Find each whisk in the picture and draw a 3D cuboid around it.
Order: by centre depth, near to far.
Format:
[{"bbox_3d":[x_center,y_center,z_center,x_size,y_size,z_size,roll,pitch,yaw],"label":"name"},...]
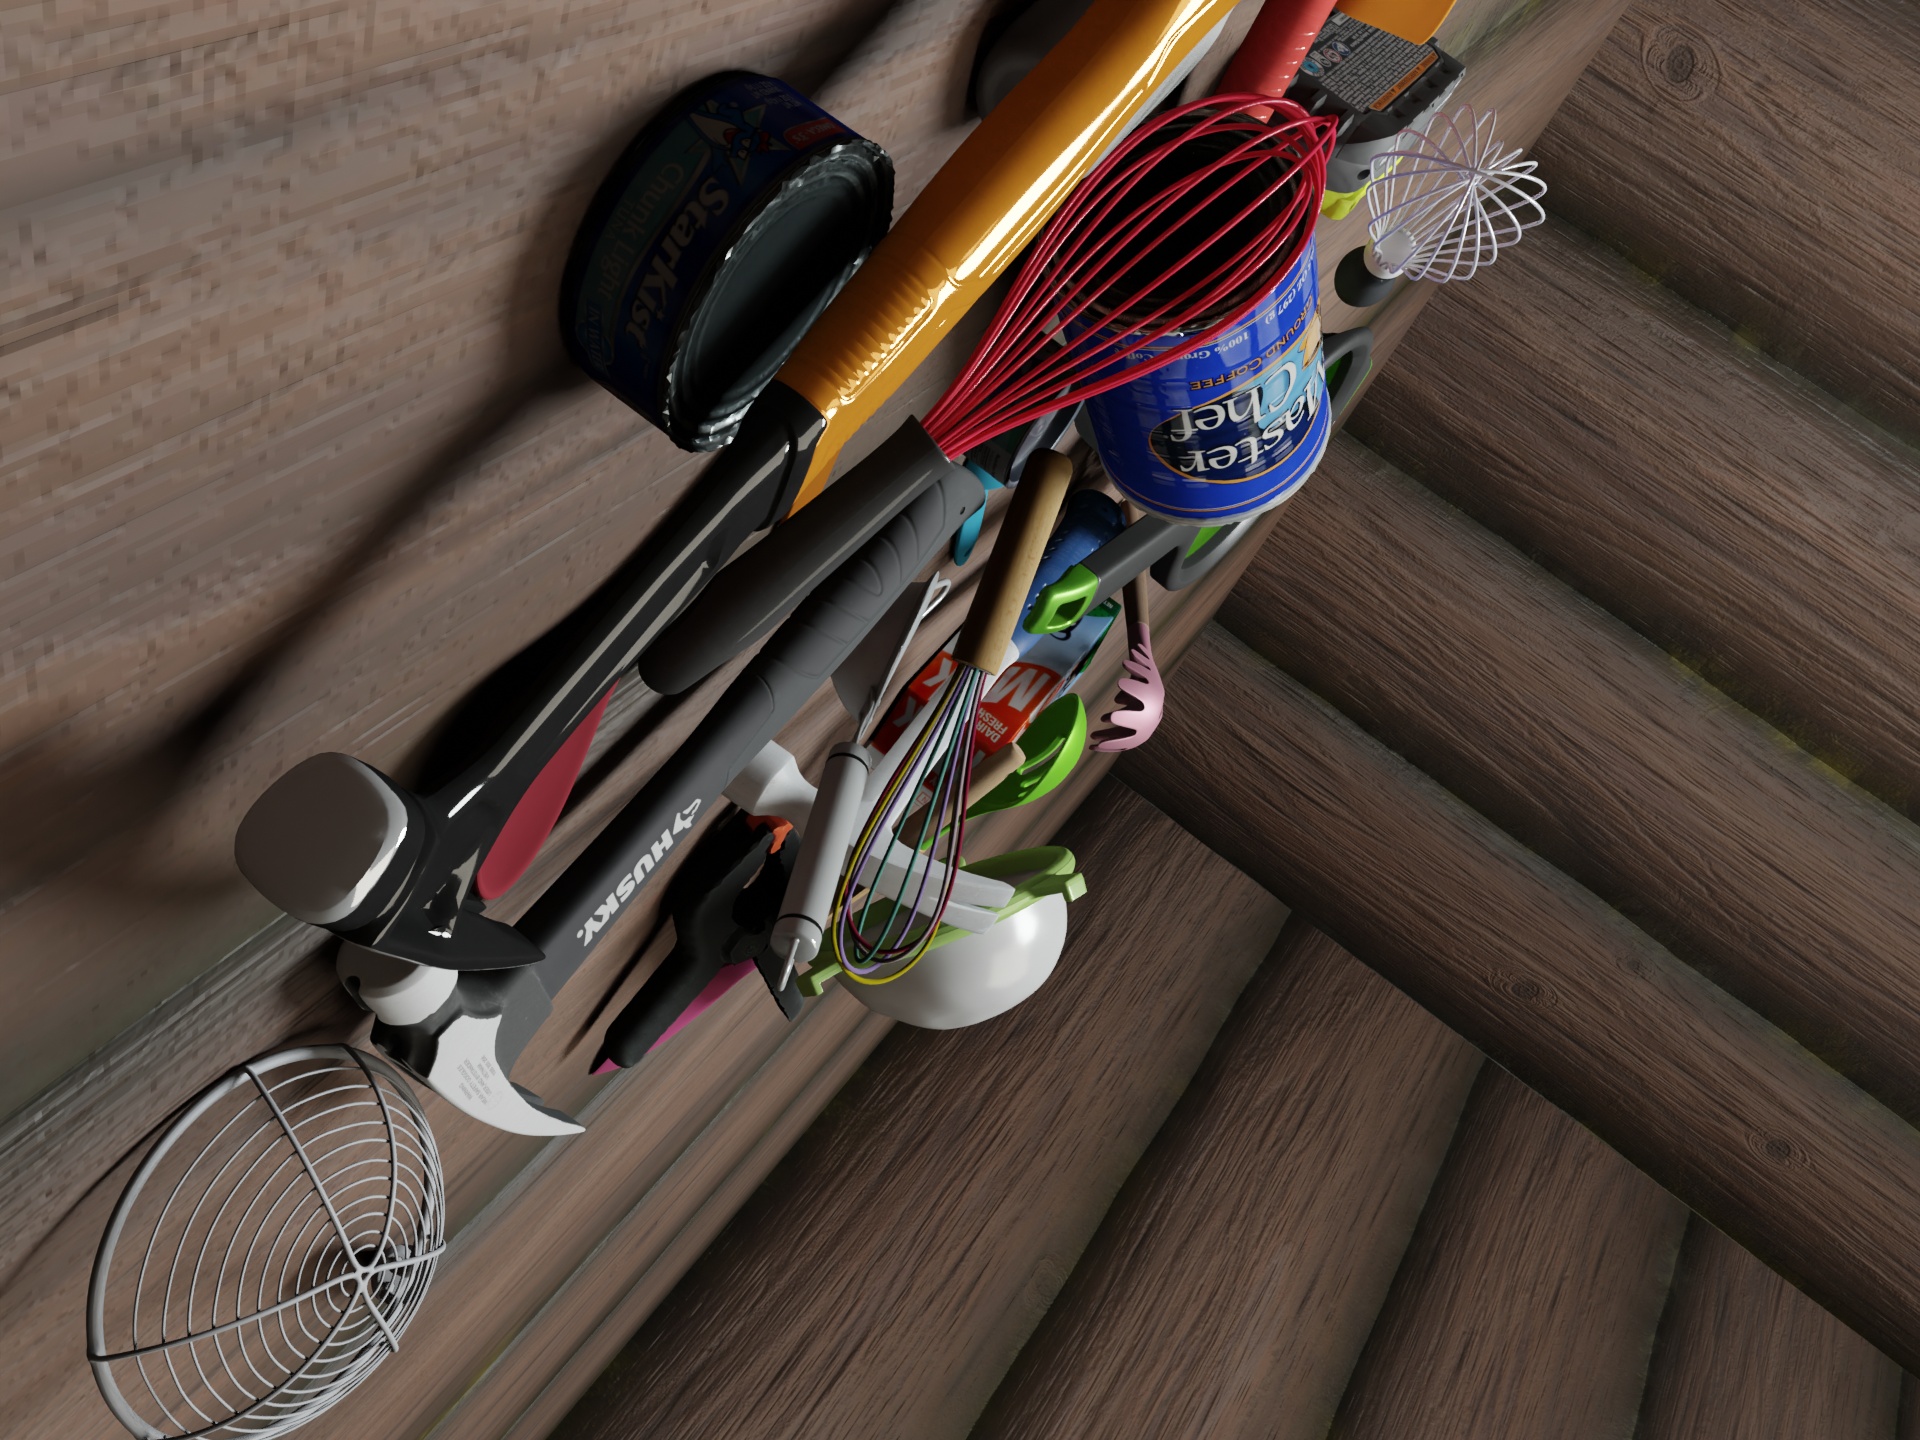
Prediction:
[{"bbox_3d":[0.006,-0.106,0.532,0.296,0.073,0.073,-39,173,6],"label":"whisk"},{"bbox_3d":[0.000,-0.002,0.693,0.051,0.047,0.245,156,-45,-86],"label":"whisk"},{"bbox_3d":[0.200,-0.219,0.723,0.070,0.070,0.284,-54,180,8],"label":"whisk"}]

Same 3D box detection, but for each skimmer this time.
[{"bbox_3d":[-0.251,0.206,0.622,0.363,0.090,0.127,134,-22,-65],"label":"skimmer"}]

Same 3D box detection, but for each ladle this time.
[{"bbox_3d":[-0.061,-0.080,0.503,0.315,0.031,0.069,-53,174,-10],"label":"ladle"}]

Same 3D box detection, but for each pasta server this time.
[{"bbox_3d":[0.115,-0.078,1.106,0.316,0.040,0.060,-85,-168,-55],"label":"pasta server"}]

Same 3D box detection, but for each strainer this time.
[{"bbox_3d":[-0.048,0.011,0.685,0.259,0.050,0.086,-77,-170,-47],"label":"strainer"},{"bbox_3d":[-0.001,0.122,0.894,0.151,0.069,0.256,-21,-178,1],"label":"strainer"}]

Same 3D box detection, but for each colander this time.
[{"bbox_3d":[0.120,-0.157,0.962,0.397,0.094,0.204,-37,163,-47],"label":"colander"}]

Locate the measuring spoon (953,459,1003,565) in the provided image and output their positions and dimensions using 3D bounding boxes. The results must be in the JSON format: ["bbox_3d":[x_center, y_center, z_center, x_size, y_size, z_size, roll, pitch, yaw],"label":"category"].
[{"bbox_3d":[0.016,-0.109,0.809,0.042,0.021,0.128,-49,170,-24],"label":"measuring spoon"}]

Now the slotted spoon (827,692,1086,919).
[{"bbox_3d":[-0.044,0.084,0.951,0.313,0.031,0.070,-35,-156,21],"label":"slotted spoon"}]

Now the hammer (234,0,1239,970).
[{"bbox_3d":[-0.031,-0.079,0.395,0.337,0.034,0.127,-51,171,-10],"label":"hammer"}]

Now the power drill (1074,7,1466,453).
[{"bbox_3d":[0.158,-0.252,0.825,0.190,0.080,0.228,-46,172,-37],"label":"power drill"}]

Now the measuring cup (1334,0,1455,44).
[{"bbox_3d":[0.192,-0.364,0.672,0.095,0.052,0.174,115,-10,-58],"label":"measuring cup"}]

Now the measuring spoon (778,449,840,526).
[{"bbox_3d":[-0.041,-0.101,0.569,0.117,0.011,0.021,-58,170,33],"label":"measuring spoon"}]

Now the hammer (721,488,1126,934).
[{"bbox_3d":[0.022,-0.033,0.879,0.035,0.144,0.406,-58,177,37],"label":"hammer"}]

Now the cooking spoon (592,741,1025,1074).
[{"bbox_3d":[-0.089,0.112,0.904,0.319,0.017,0.068,-39,173,13],"label":"cooking spoon"}]

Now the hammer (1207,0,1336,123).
[{"bbox_3d":[0.133,-0.284,0.603,0.359,0.036,0.149,123,-16,-60],"label":"hammer"}]

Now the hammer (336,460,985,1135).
[{"bbox_3d":[-0.089,0.011,0.613,0.335,0.035,0.146,-52,154,-29],"label":"hammer"}]
